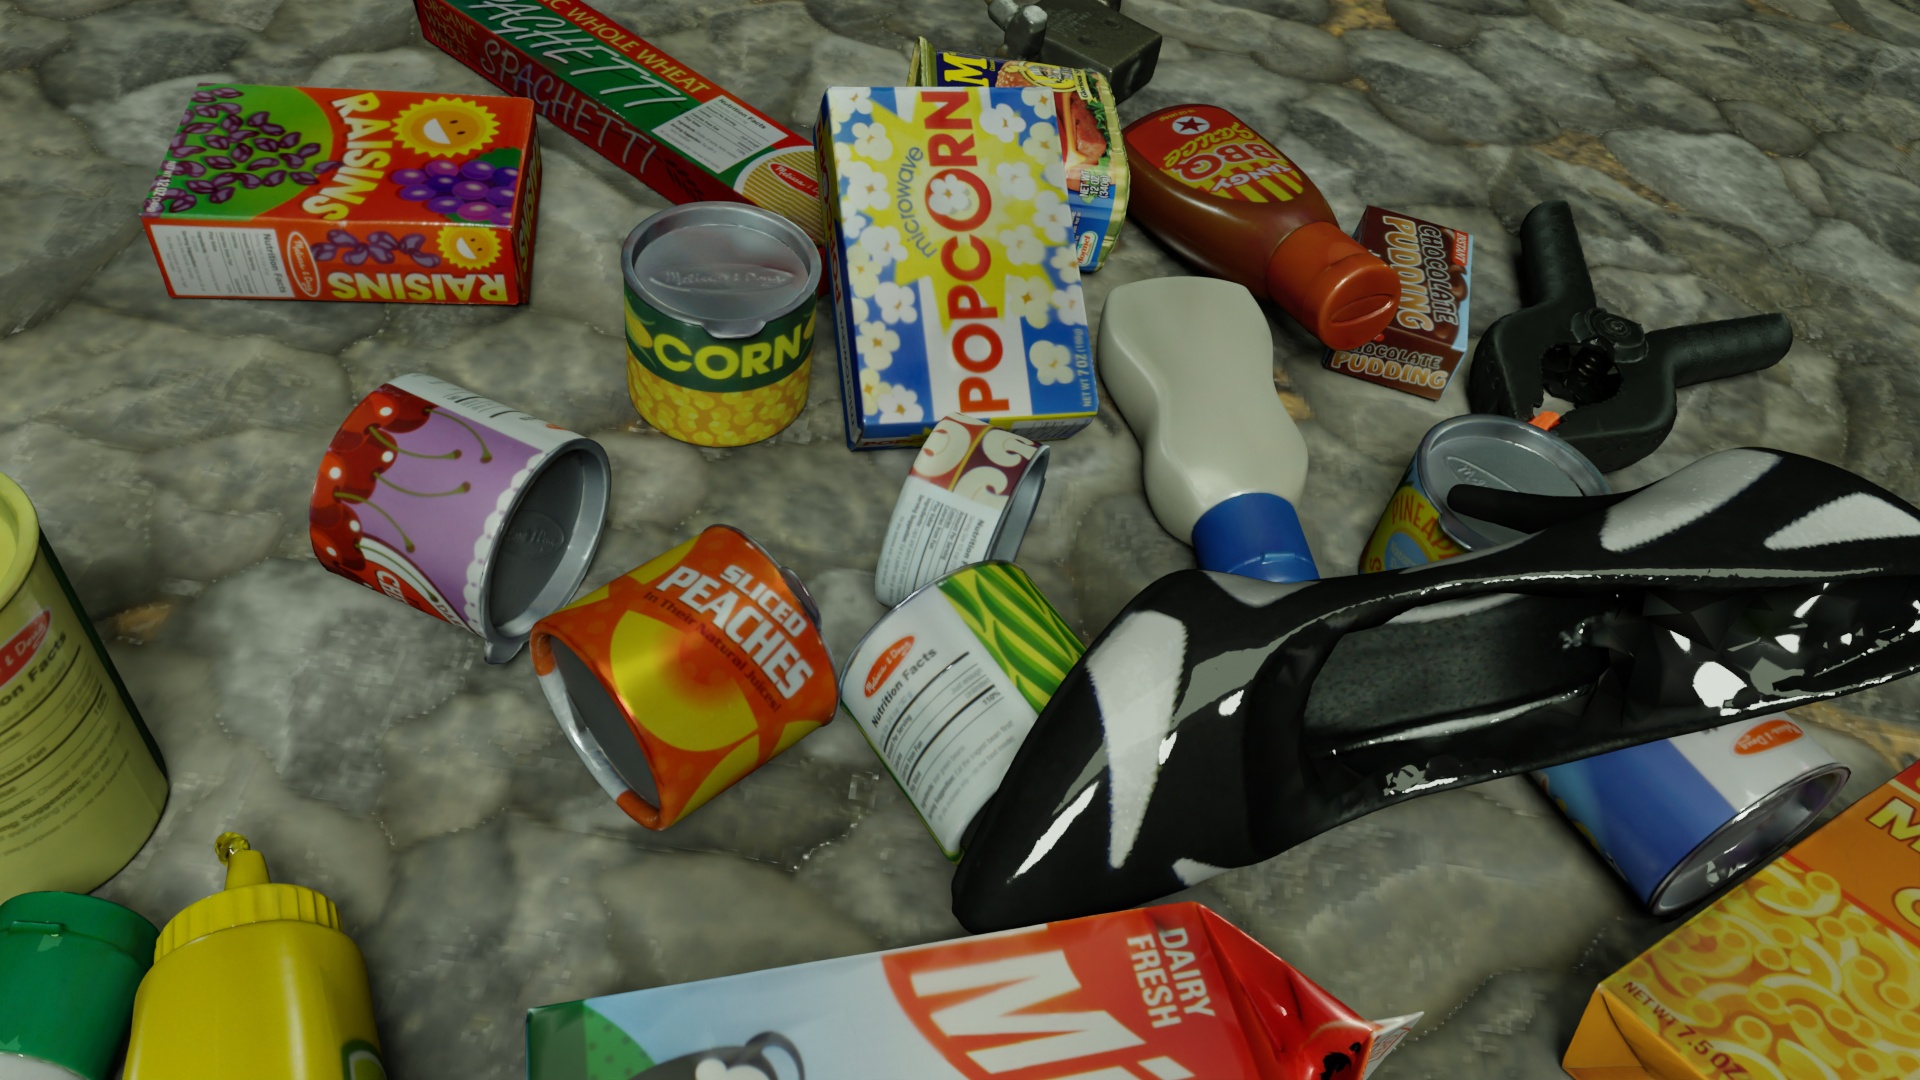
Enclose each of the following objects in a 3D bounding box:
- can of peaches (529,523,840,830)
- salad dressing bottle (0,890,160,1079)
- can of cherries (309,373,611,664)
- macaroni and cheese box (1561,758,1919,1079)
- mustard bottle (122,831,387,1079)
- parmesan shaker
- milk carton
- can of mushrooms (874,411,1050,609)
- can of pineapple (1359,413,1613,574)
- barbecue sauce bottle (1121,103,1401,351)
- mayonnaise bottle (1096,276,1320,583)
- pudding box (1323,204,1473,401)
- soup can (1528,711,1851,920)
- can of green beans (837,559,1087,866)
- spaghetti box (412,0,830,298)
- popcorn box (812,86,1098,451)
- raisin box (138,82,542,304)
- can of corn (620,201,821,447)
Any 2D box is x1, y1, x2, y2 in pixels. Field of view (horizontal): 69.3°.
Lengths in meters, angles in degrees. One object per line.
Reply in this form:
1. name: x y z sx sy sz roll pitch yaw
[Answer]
1. can of peaches: -0.075 0.036 0.380 0.058 0.070 0.071 -31 61 -31
2. salad dressing bottle: -0.207 0.145 0.278 0.064 0.043 0.148 5 47 -4
3. can of cherries: -0.147 -0.007 0.409 0.058 0.071 0.072 22 49 9
4. macaroni and cheese box: 0.265 0.134 0.364 0.167 0.040 0.124 -20 41 -26
5. mustard bottle: -0.148 0.124 0.295 0.049 0.065 0.161 -15 50 -17
6. parmesan shaker: -0.239 0.039 0.325 0.071 0.102 0.072 6 48 -6
7. milk carton: 0.006 0.135 0.307 0.191 0.072 0.074 -5 50 -15
8. can of mushrooms: 0.002 -0.005 0.436 0.033 0.070 0.071 21 49 9
9. can of pineapple: 0.174 0.001 0.467 0.071 0.057 0.071 5 48 -6
10. barbecue sauce bottle: 0.119 -0.128 0.562 0.065 0.043 0.149 -18 43 -14
11. mayonnaise bottle: 0.091 -0.033 0.493 0.065 0.041 0.149 -2 51 -8
12. pudding box: 0.183 -0.099 0.575 0.050 0.030 0.084 18 49 5
13. soup can: 0.202 0.060 0.416 0.071 0.071 0.084 -15 49 -22
14. can of green beans: 0.009 0.049 0.388 0.071 0.071 0.058 -23 57 -27
15. spaghetti box: -0.134 -0.183 0.590 0.250 0.028 0.050 35 52 19
16. popcorn box: -0.003 -0.097 0.497 0.085 0.038 0.127 -5 79 -13
17. raisin box: -0.224 -0.129 0.519 0.123 0.039 0.086 -1 49 -10
18. can of corn: -0.083 -0.073 0.483 0.071 0.058 0.071 6 48 -6
